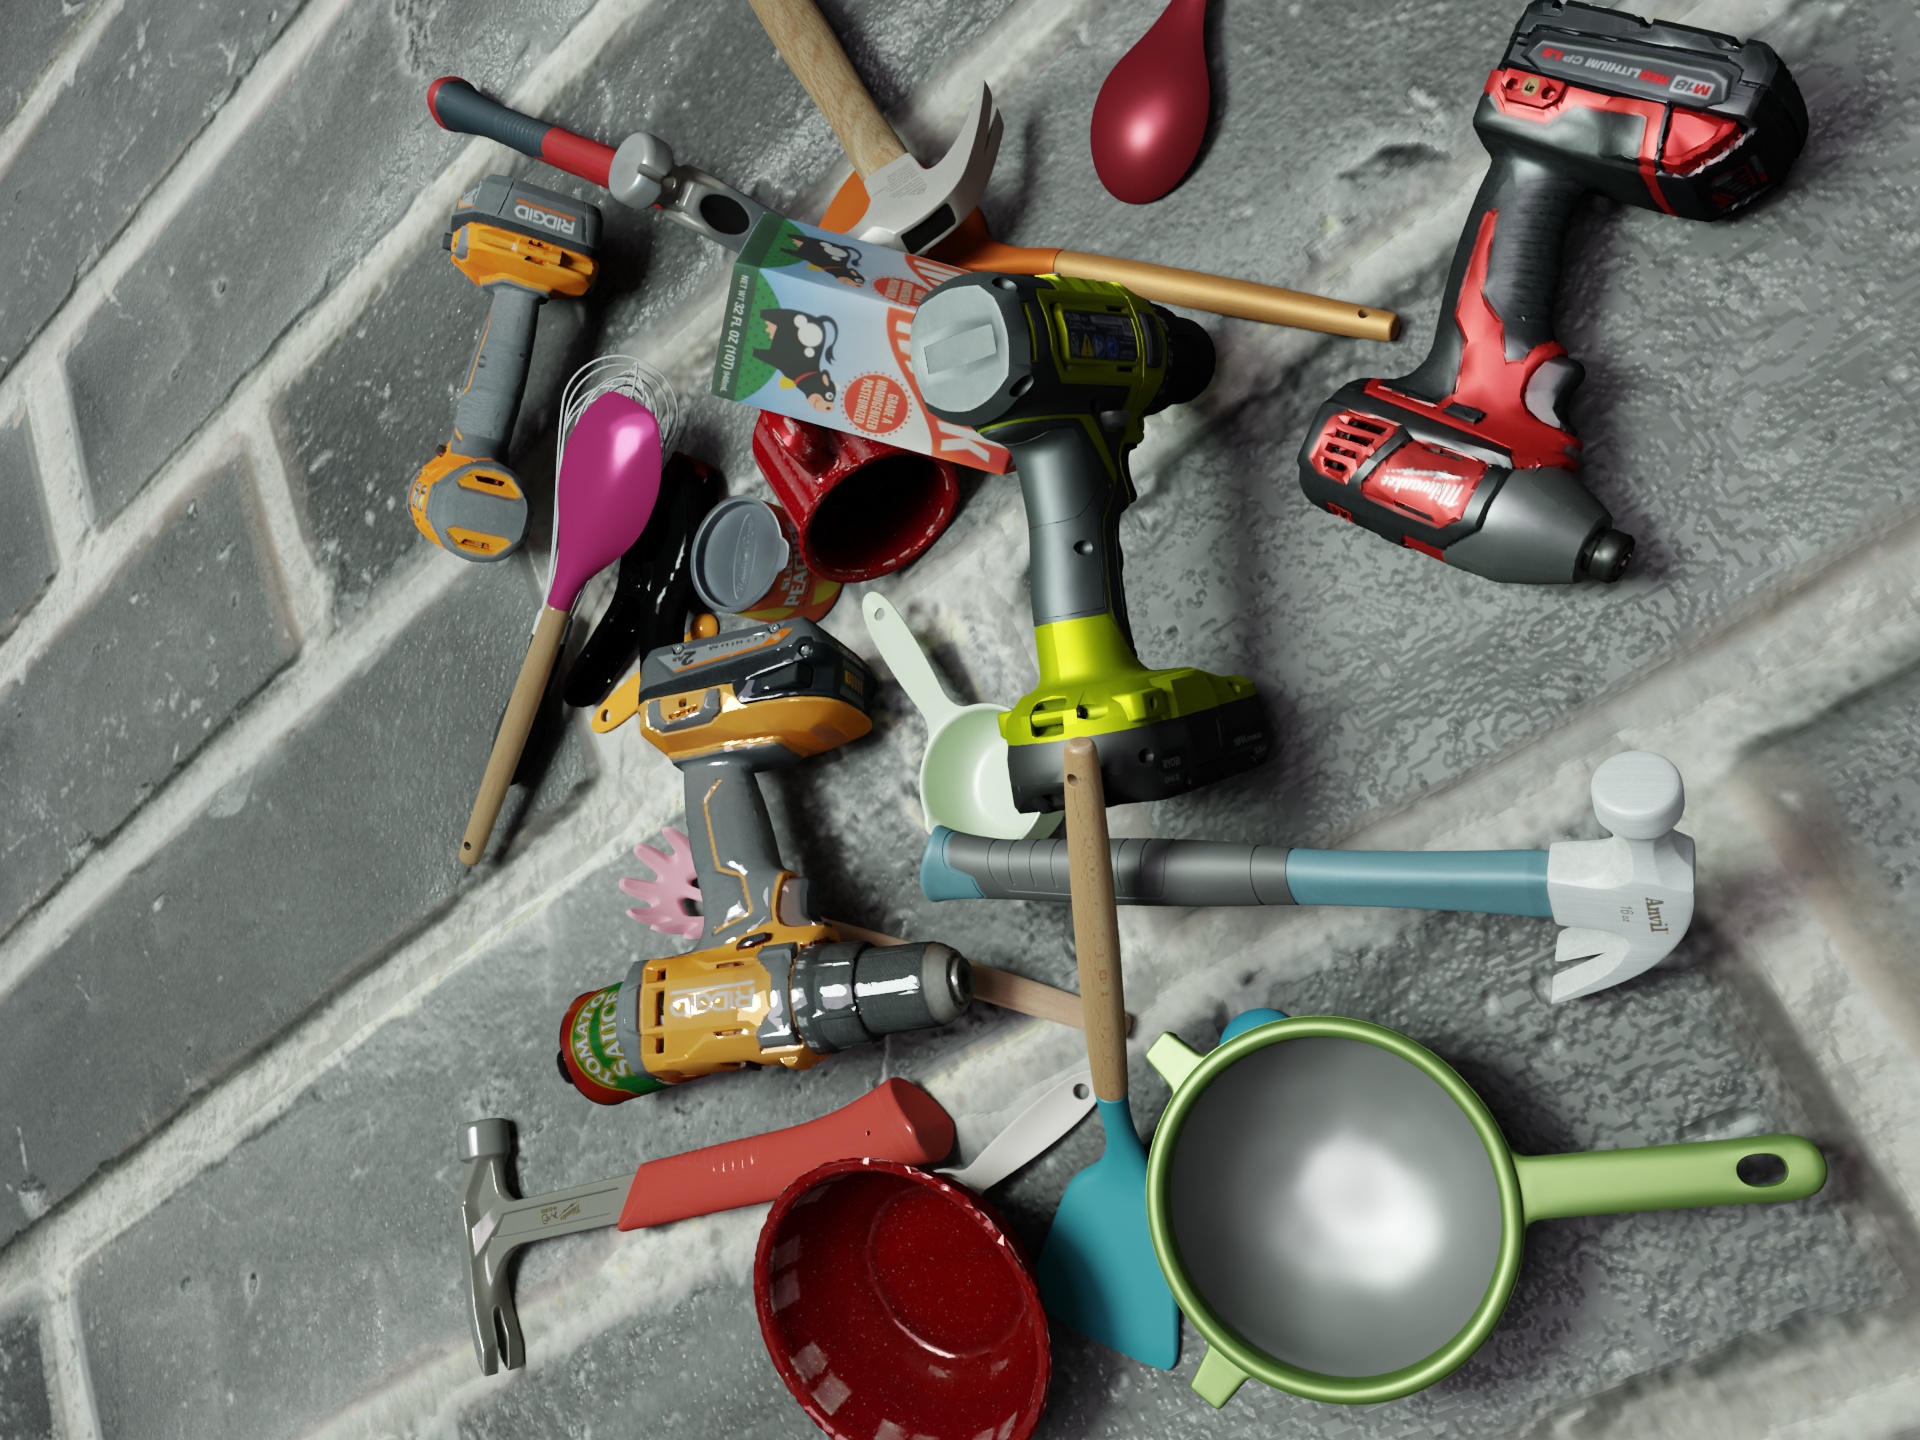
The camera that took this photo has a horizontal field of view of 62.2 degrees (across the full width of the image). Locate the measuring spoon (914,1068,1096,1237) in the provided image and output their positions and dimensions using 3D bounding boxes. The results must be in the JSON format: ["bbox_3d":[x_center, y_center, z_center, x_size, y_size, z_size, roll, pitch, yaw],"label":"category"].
[{"bbox_3d":[0.027,0.212,0.791,0.124,0.018,0.034,-43,77,15],"label":"measuring spoon"}]

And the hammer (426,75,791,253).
[{"bbox_3d":[-0.230,-0.349,1.000,0.387,0.143,0.038,35,103,44],"label":"hammer"}]

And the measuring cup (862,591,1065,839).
[{"bbox_3d":[-0.001,-0.003,0.823,0.083,0.038,0.168,-44,60,21],"label":"measuring cup"}]

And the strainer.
[{"bbox_3d":[0.207,0.189,0.647,0.256,0.069,0.151,-11,77,19],"label":"strainer"}]

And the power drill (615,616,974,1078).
[{"bbox_3d":[-0.085,0.065,0.821,0.185,0.084,0.226,-11,68,21],"label":"power drill"}]

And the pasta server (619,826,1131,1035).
[{"bbox_3d":[-0.054,0.117,0.841,0.316,0.040,0.060,12,73,33],"label":"pasta server"}]

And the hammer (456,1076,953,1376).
[{"bbox_3d":[-0.155,0.271,0.890,0.359,0.036,0.149,-21,73,31],"label":"hammer"}]

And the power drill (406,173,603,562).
[{"bbox_3d":[-0.301,-0.218,1.015,0.164,0.084,0.226,21,99,62],"label":"power drill"}]

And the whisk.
[{"bbox_3d":[-0.245,-0.089,0.987,0.070,0.070,0.284,30,105,33],"label":"whisk"}]

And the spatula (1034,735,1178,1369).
[{"bbox_3d":[0.060,0.149,0.695,0.082,0.044,0.317,16,127,35],"label":"spatula"}]

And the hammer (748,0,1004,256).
[{"bbox_3d":[-0.078,-0.374,0.899,0.130,0.031,0.332,-30,58,5],"label":"hammer"}]

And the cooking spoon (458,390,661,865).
[{"bbox_3d":[-0.251,-0.047,0.961,0.069,0.017,0.318,30,110,15],"label":"cooking spoon"}]

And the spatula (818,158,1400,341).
[{"bbox_3d":[0.068,-0.232,0.802,0.323,0.041,0.081,21,73,32],"label":"spatula"}]

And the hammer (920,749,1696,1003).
[{"bbox_3d":[0.127,0.064,0.664,0.331,0.128,0.033,-1,50,30],"label":"hammer"}]

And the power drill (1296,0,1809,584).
[{"bbox_3d":[0.246,-0.166,0.656,0.143,0.078,0.219,32,105,33],"label":"power drill"}]

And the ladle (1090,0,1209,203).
[{"bbox_3d":[0.139,-0.412,0.789,0.069,0.031,0.315,27,97,33],"label":"ladle"}]

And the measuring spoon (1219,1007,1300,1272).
[{"bbox_3d":[0.136,0.194,0.711,0.042,0.021,0.129,-9,79,33],"label":"measuring spoon"}]

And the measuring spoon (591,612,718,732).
[{"bbox_3d":[-0.189,-0.028,0.967,0.117,0.011,0.021,-38,65,24],"label":"measuring spoon"}]

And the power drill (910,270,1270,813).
[{"bbox_3d":[0.071,-0.084,0.713,0.080,0.190,0.228,-9,93,39],"label":"power drill"}]
